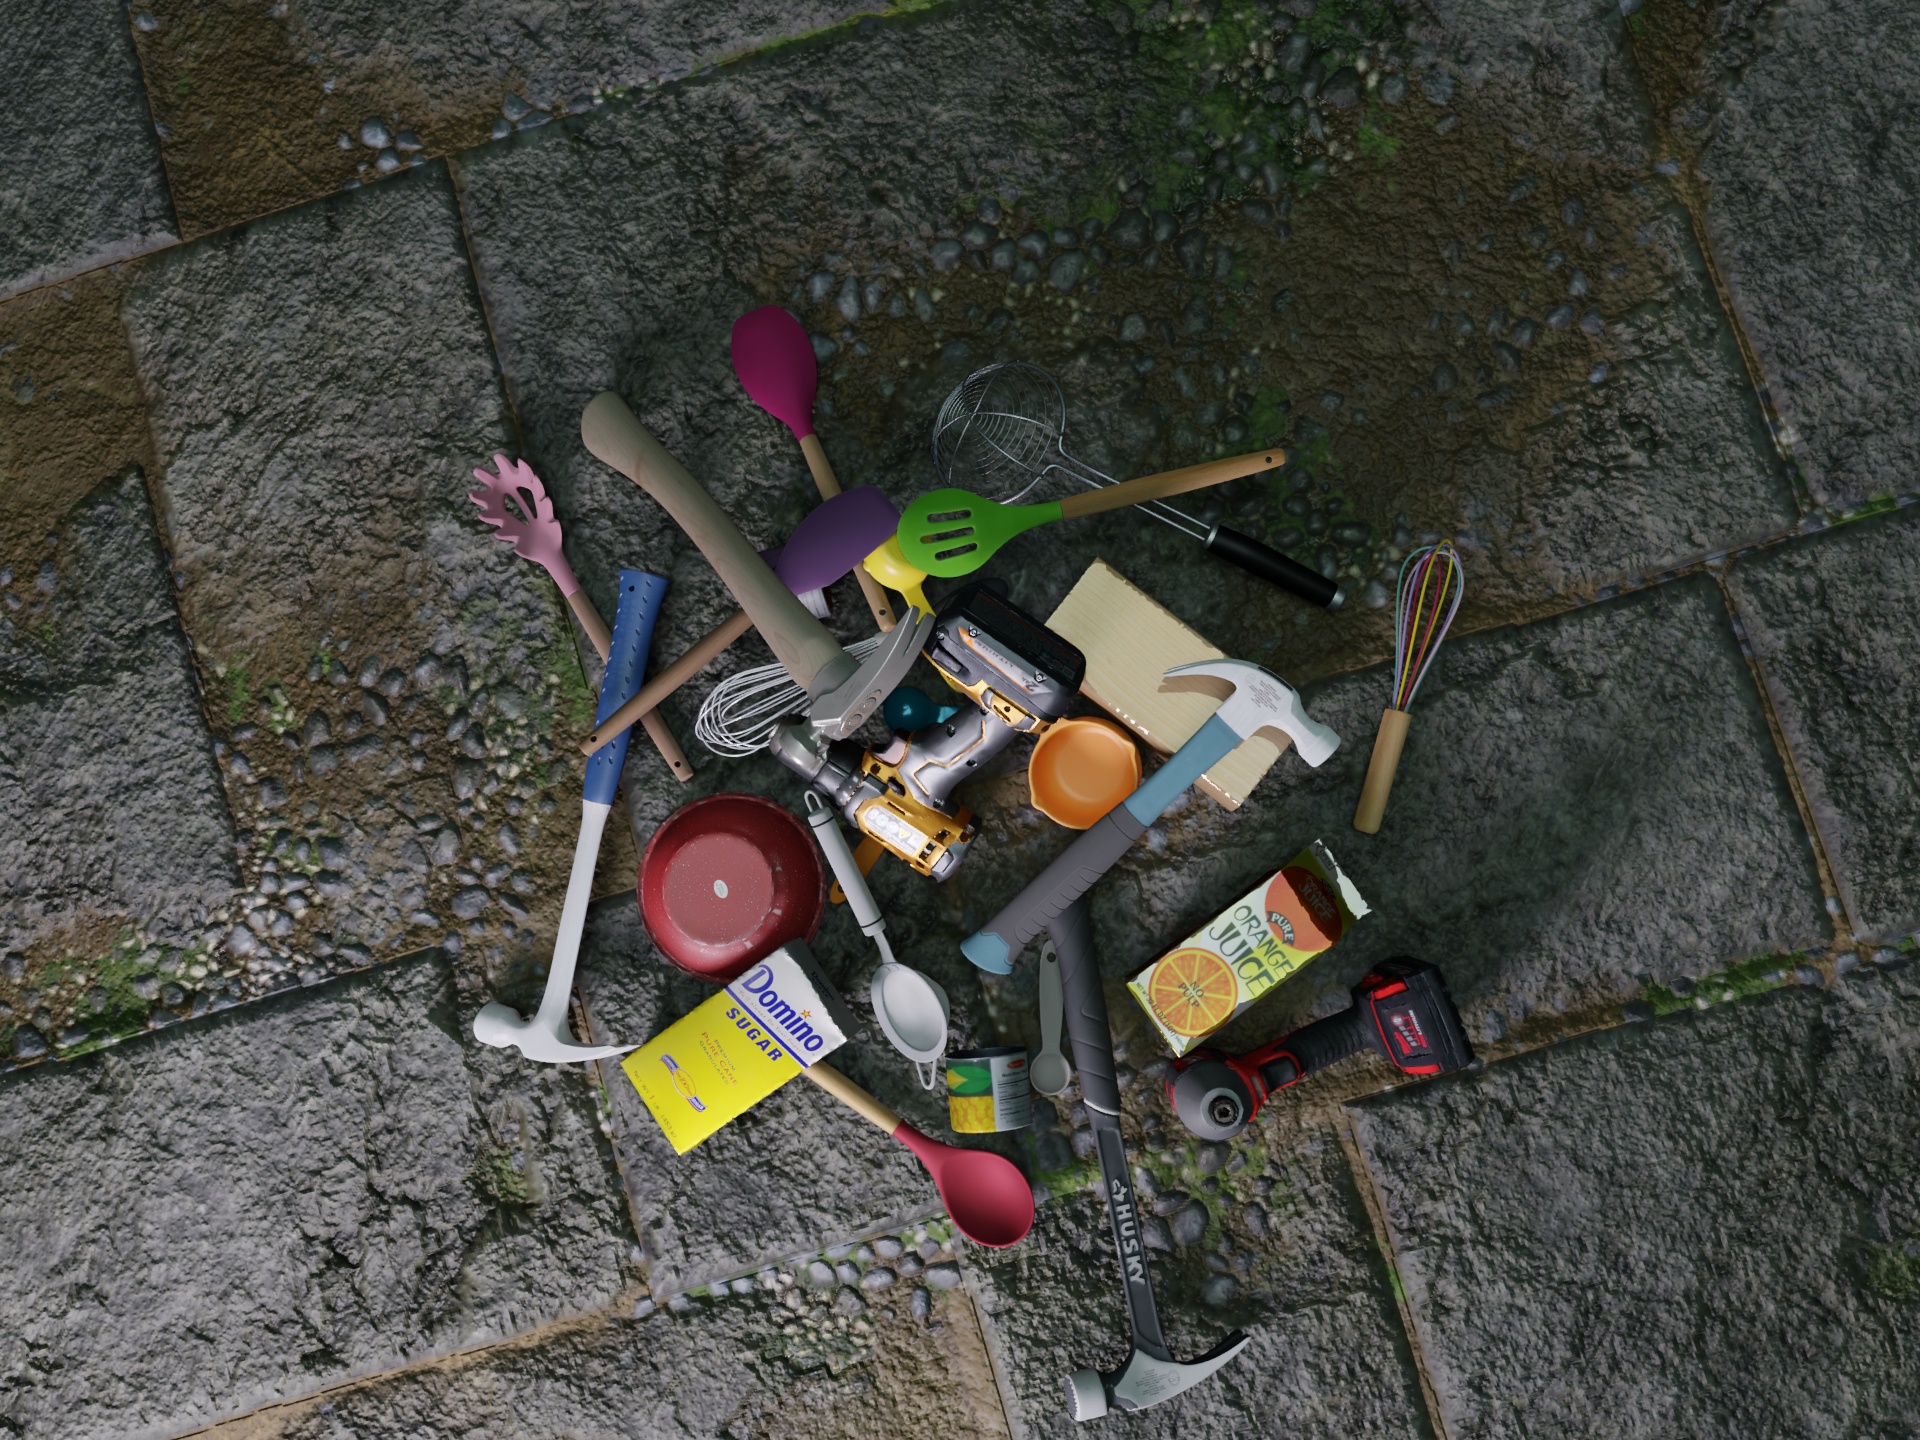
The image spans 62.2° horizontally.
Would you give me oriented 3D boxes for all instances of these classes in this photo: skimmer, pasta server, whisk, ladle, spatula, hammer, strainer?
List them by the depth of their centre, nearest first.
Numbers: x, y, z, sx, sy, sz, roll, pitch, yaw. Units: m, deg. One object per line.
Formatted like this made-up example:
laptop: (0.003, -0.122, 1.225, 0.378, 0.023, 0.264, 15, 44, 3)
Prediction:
hammer: (0.126, 0.082, 1.220, 0.128, 0.033, 0.331, 46, 107, 4)
hammer: (-0.182, -0.146, 1.255, 0.146, 0.038, 0.411, -49, 59, 11)
hammer: (0.121, 0.325, 1.256, 0.149, 0.036, 0.409, -8, 81, -12)
spatula: (-0.180, -0.078, 1.270, 0.316, 0.018, 0.060, -40, 77, -2)
strainer: (-0.064, 0.170, 1.271, 0.050, 0.087, 0.258, -32, 100, -41)
whisk: (0.356, -0.029, 1.278, 0.051, 0.047, 0.245, 16, 89, 5)
ladle: (-0.073, 0.315, 1.288, 0.315, 0.031, 0.069, 34, 90, 9)
hammer: (-0.293, 0.079, 1.297, 0.144, 0.035, 0.405, 10, 87, 24)
whisk: (-0.088, -0.049, 1.314, 0.284, 0.070, 0.070, -26, 83, -3)
skimmer: (0.147, -0.180, 1.316, 0.363, 0.090, 0.127, 26, 92, -4)
pasta server: (-0.314, -0.085, 1.341, 0.060, 0.040, 0.316, -33, 84, 3)

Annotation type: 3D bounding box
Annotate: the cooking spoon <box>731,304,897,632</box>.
cooking spoon: (-0.118, -0.214, 1.328, 0.069, 0.017, 0.319, -24, 74, 1)

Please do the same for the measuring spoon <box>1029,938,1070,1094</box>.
measuring spoon: (0.072, 0.240, 1.291, 0.034, 0.018, 0.124, 5, 78, -12)

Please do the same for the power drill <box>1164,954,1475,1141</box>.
power drill: (0.265, 0.256, 1.209, 0.219, 0.143, 0.078, -21, 86, 0)

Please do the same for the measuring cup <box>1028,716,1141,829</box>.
measuring cup: (0.081, 0.004, 1.282, 0.095, 0.052, 0.173, -32, 87, 16)

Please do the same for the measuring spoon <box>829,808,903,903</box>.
measuring spoon: (-0.073, 0.103, 1.315, 0.021, 0.011, 0.117, 35, 88, 7)

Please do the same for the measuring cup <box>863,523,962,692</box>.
measuring cup: (-0.027, -0.095, 1.278, 0.062, 0.029, 0.157, -17, 71, -30)

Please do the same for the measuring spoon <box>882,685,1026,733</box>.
measuring spoon: (-0.002, -0.004, 1.314, 0.128, 0.021, 0.042, 6, 85, 7)

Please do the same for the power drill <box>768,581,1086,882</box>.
power drill: (-0.031, 0.000, 1.237, 0.185, 0.084, 0.226, 34, 120, -4)

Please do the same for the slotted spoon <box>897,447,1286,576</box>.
slotted spoon: (0.104, -0.175, 1.257, 0.313, 0.031, 0.070, -13, 101, -1)
